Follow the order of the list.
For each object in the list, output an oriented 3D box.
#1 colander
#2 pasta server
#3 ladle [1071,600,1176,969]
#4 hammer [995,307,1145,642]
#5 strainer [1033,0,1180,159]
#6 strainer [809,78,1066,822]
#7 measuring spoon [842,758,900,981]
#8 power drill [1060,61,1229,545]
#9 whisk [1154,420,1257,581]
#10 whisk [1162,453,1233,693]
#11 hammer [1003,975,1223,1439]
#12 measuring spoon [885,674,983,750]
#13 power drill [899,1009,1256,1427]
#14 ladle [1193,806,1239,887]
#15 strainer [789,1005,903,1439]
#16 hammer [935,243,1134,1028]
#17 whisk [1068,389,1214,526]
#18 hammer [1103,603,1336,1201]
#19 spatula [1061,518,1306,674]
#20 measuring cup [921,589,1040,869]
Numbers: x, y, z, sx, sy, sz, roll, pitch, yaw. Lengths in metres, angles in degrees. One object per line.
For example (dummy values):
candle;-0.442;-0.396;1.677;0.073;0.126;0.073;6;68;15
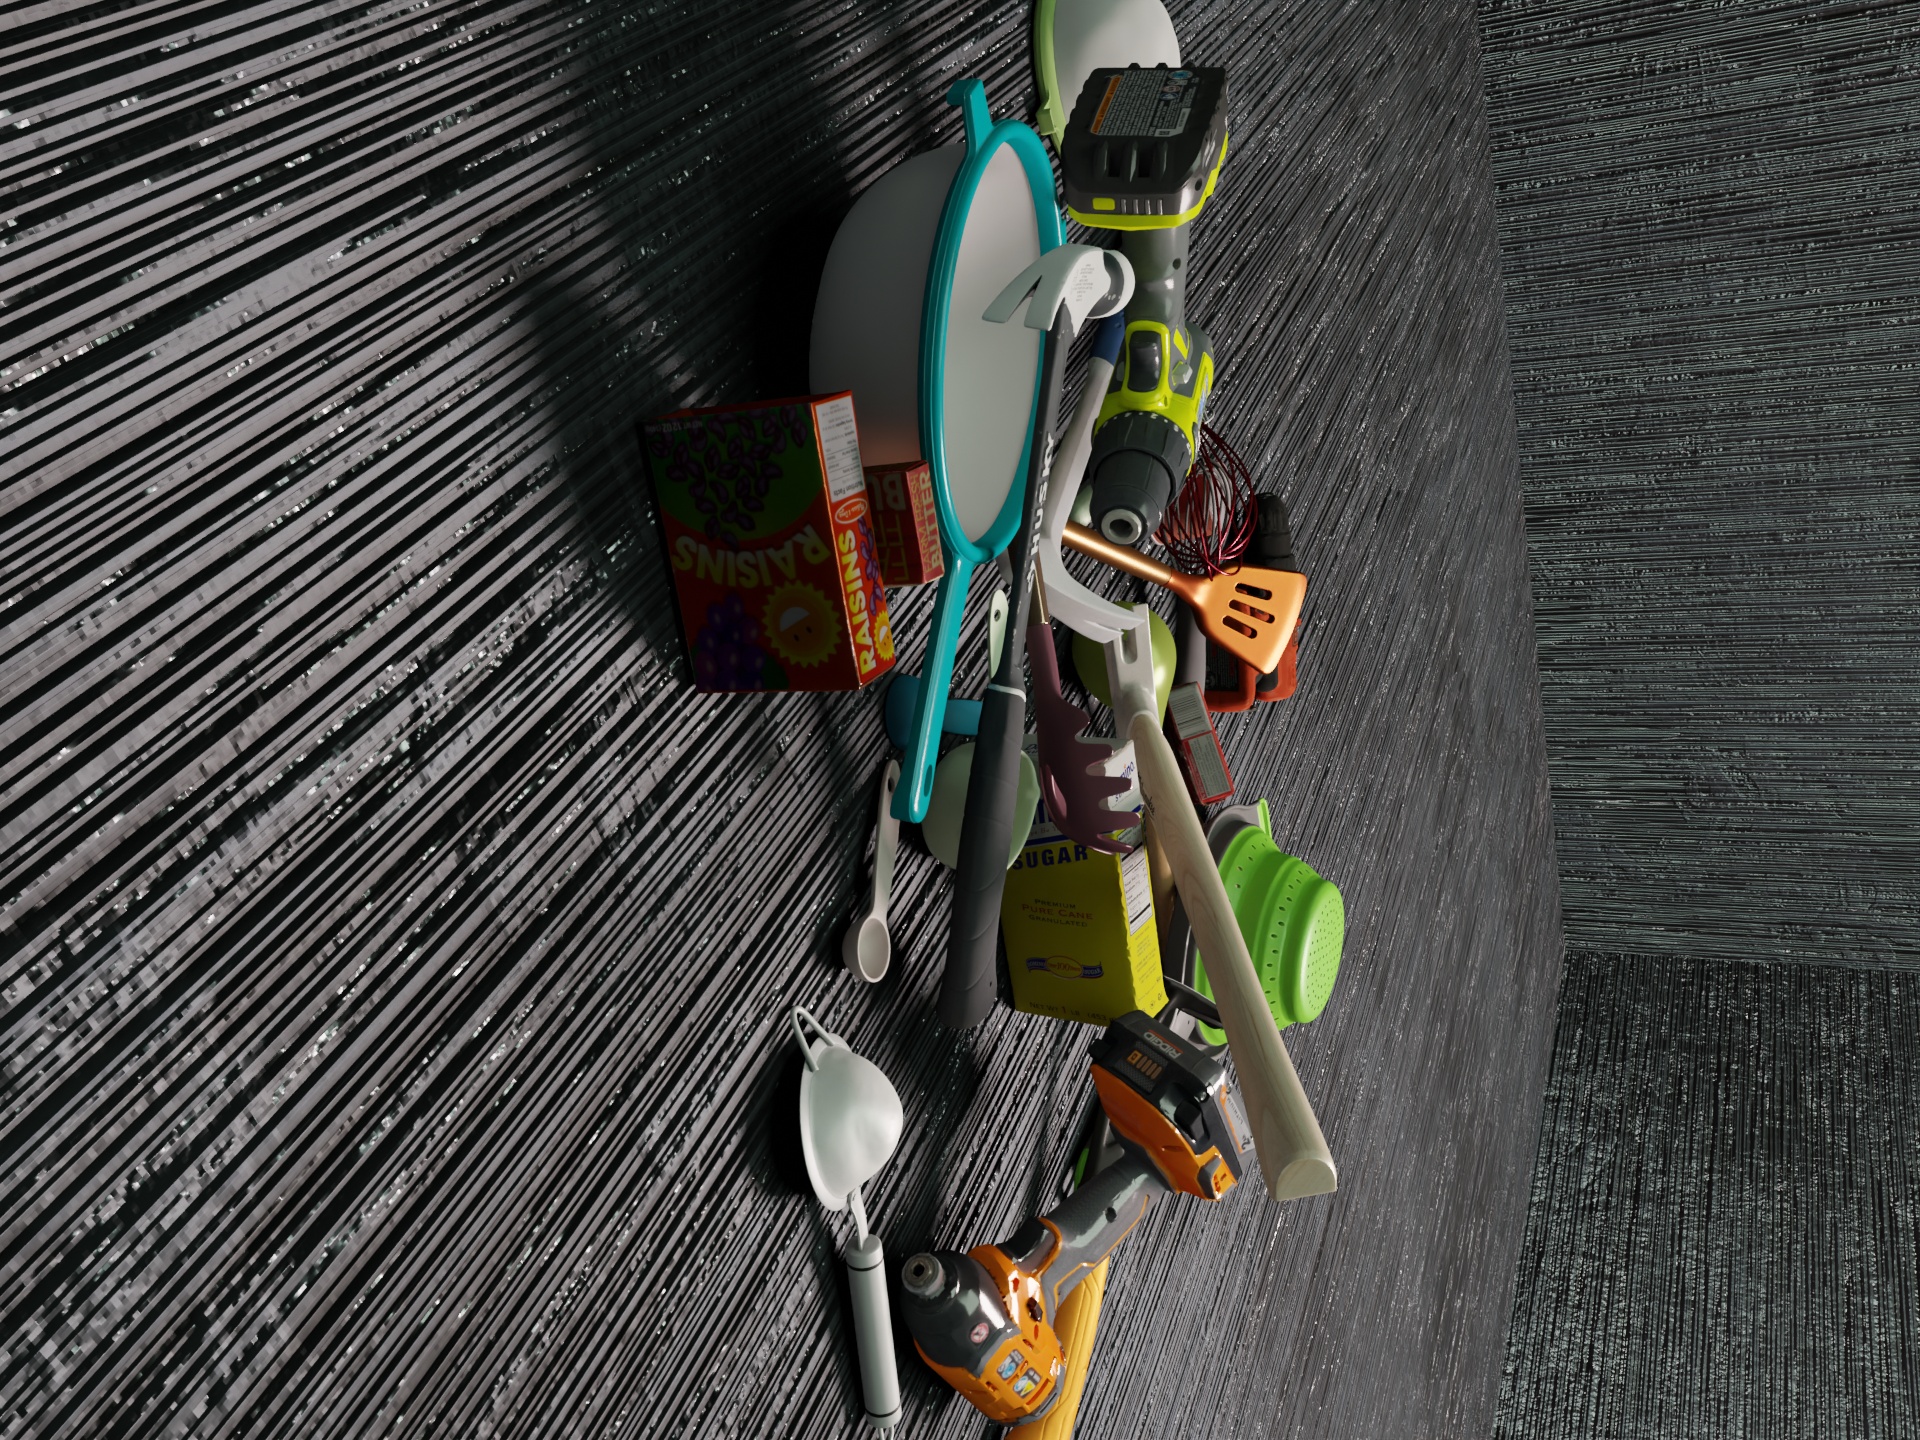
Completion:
colander;0.202;0.219;1.187;0.397;0.094;0.204;-51;139;-42
pasta server;0.045;-0.079;0.882;0.040;0.060;0.316;-8;84;-20
ladle;0.132;0.058;1.158;0.078;0.062;0.319;-34;130;-32
hammer;0.095;-0.219;1.048;0.144;0.035;0.406;41;46;-22
strainer;0.134;-0.431;1.120;0.256;0.069;0.151;22;70;-59
strainer;-0.030;-0.124;0.787;0.211;0.095;0.340;11;90;-74
measuring spoon;-0.047;0.078;0.840;0.034;0.018;0.124;46;44;-53
power drill;0.104;-0.230;0.898;0.191;0.080;0.228;-71;161;-45
whisk;0.154;-0.206;1.100;0.073;0.073;0.296;59;20;-45
whisk;0.171;-0.090;1.193;0.055;0.055;0.238;-51;146;-50
hammer;0.092;0.326;1.034;0.127;0.034;0.337;25;67;-20
measuring spoon;-0.001;-0.003;0.910;0.128;0.021;0.042;4;87;-61
power drill;0.062;0.279;0.901;0.226;0.084;0.164;-46;137;-15
ladle;0.192;0.092;1.280;0.315;0.031;0.069;49;49;-49
strainer;-0.048;0.263;0.809;0.087;0.050;0.258;-52;140;-67
hammer;0.026;-0.030;0.805;0.149;0.036;0.408;-39;139;-66
whisk;0.125;-0.191;1.138;0.059;0.058;0.246;48;41;-4
hammer;0.134;0.090;0.892;0.411;0.038;0.146;-101;180;-56
spatula;0.131;-0.103;1.079;0.322;0.041;0.081;15;98;-48
measuring cup;0.008;0.007;0.890;0.083;0.038;0.167;-25;120;-52
